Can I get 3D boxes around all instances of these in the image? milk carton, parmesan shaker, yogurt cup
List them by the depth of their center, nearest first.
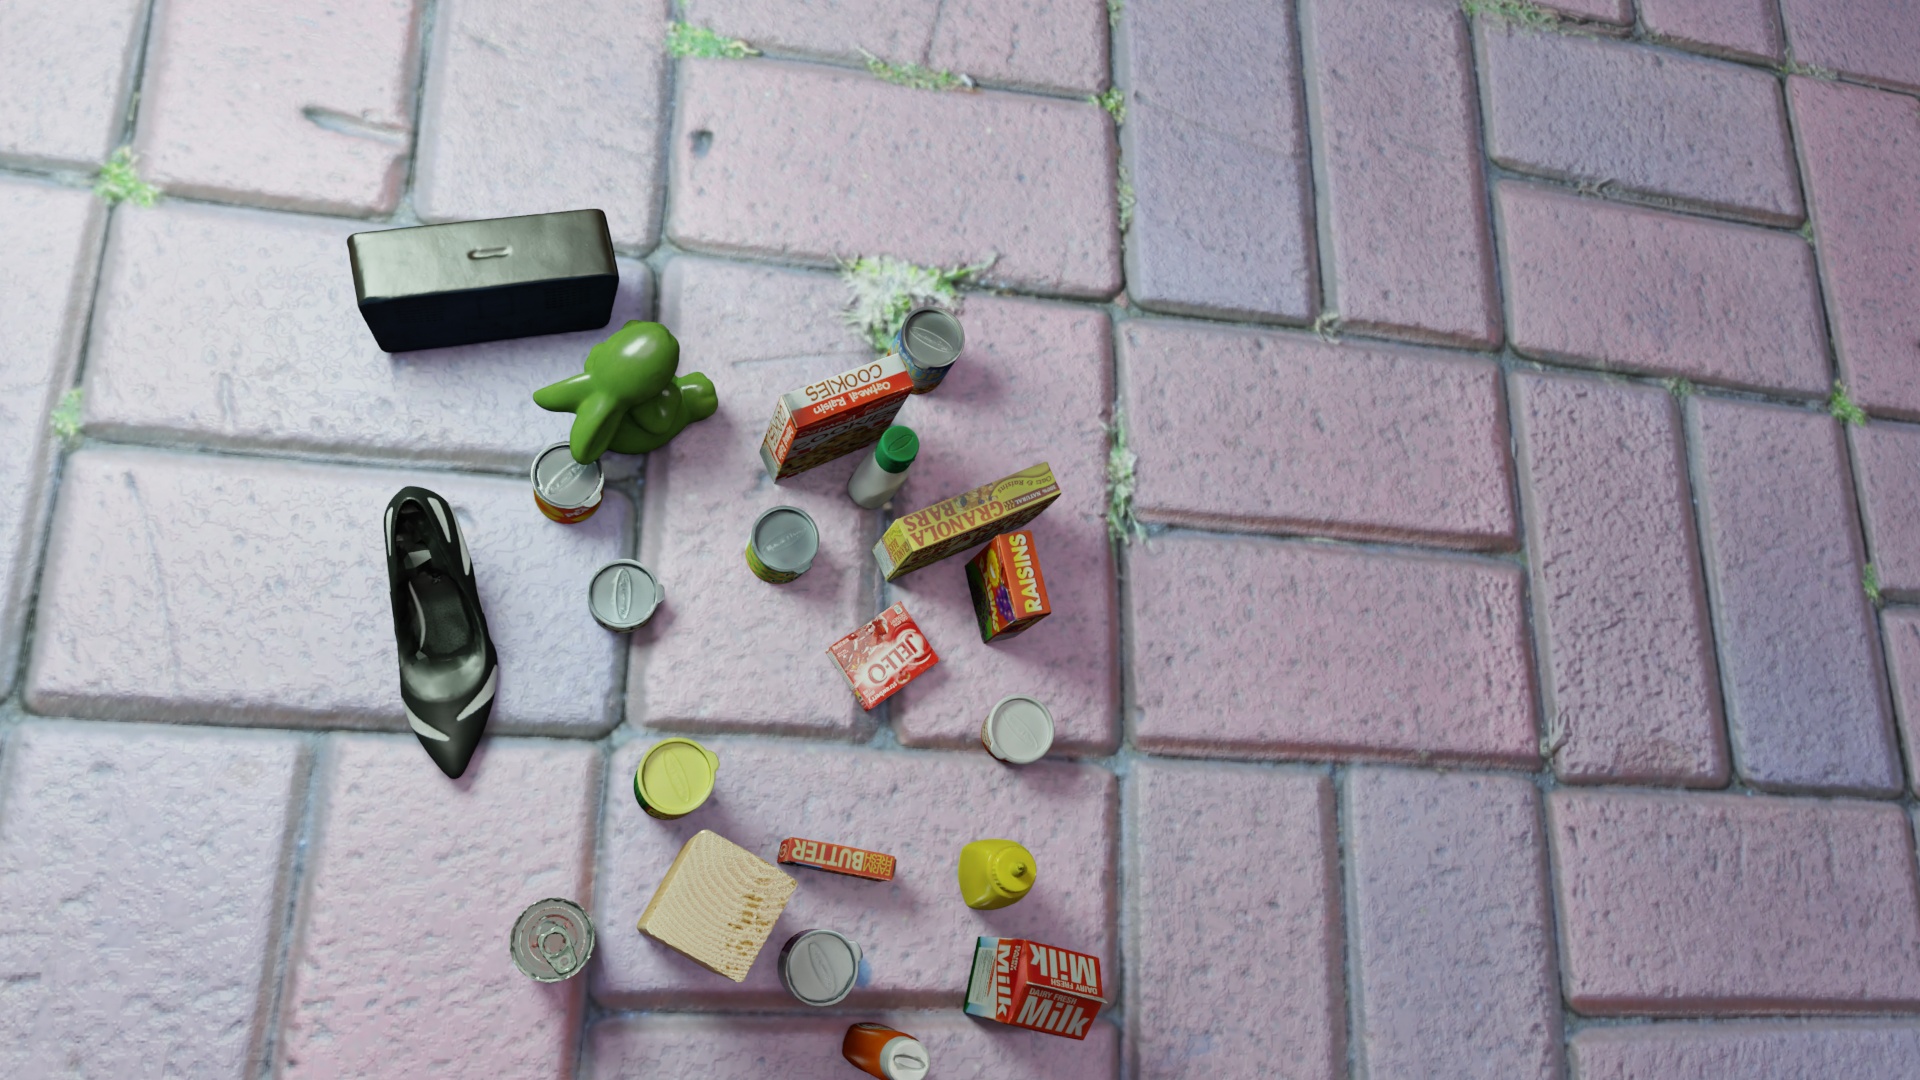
[{"bbox_3d":[0.066,0.399,1.240,0.072,0.190,0.073,16,72,-11],"label":"milk carton"},{"bbox_3d":[-0.256,0.215,1.250,0.071,0.102,0.071,4,74,-14],"label":"parmesan shaker"},{"bbox_3d":[0.053,0.188,1.368,0.072,0.053,0.072,4,74,-14],"label":"yogurt cup"}]

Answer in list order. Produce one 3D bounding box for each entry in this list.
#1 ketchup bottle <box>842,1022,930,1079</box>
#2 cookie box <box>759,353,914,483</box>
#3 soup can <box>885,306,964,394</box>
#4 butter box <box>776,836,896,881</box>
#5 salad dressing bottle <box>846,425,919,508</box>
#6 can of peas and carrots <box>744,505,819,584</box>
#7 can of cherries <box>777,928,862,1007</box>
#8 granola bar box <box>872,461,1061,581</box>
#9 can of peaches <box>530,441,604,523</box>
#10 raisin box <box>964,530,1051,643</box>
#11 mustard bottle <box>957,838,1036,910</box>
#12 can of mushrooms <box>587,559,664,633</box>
[{"bbox_3d":[-0.060,0.450,1.213,0.065,0.148,0.043,19,71,-10],"label":"ketchup bottle"},{"bbox_3d":[-0.122,-0.116,1.345,0.123,0.167,0.040,-23,83,-20],"label":"cookie box"},{"bbox_3d":[-0.039,-0.193,1.434,0.071,0.083,0.071,4,74,-14],"label":"soup can"},{"bbox_3d":[-0.115,0.297,1.292,0.103,0.053,0.024,13,72,-11],"label":"butter box"},{"bbox_3d":[-0.073,-0.072,1.357,0.064,0.147,0.044,-34,86,-21],"label":"salad dressing bottle"},{"bbox_3d":[-0.173,0.007,1.355,0.071,0.058,0.071,4,74,-14],"label":"can of peas and carrots"},{"bbox_3d":[-0.127,0.386,1.261,0.071,0.058,0.071,4,74,-14],"label":"can of cherries"},{"bbox_3d":[0.005,-0.017,1.375,0.166,0.124,0.039,-22,82,-20],"label":"granola bar box"},{"bbox_3d":[-0.371,-0.052,1.317,0.071,0.058,0.071,4,74,-14],"label":"can of peaches"},{"bbox_3d":[0.045,0.047,1.369,0.040,0.123,0.086,-9,78,-17],"label":"raisin box"},{"bbox_3d":[0.038,0.305,1.274,0.049,0.159,0.065,-1,76,-16],"label":"mustard bottle"},{"bbox_3d":[-0.317,0.053,1.315,0.071,0.033,0.071,4,74,-14],"label":"can of mushrooms"}]
